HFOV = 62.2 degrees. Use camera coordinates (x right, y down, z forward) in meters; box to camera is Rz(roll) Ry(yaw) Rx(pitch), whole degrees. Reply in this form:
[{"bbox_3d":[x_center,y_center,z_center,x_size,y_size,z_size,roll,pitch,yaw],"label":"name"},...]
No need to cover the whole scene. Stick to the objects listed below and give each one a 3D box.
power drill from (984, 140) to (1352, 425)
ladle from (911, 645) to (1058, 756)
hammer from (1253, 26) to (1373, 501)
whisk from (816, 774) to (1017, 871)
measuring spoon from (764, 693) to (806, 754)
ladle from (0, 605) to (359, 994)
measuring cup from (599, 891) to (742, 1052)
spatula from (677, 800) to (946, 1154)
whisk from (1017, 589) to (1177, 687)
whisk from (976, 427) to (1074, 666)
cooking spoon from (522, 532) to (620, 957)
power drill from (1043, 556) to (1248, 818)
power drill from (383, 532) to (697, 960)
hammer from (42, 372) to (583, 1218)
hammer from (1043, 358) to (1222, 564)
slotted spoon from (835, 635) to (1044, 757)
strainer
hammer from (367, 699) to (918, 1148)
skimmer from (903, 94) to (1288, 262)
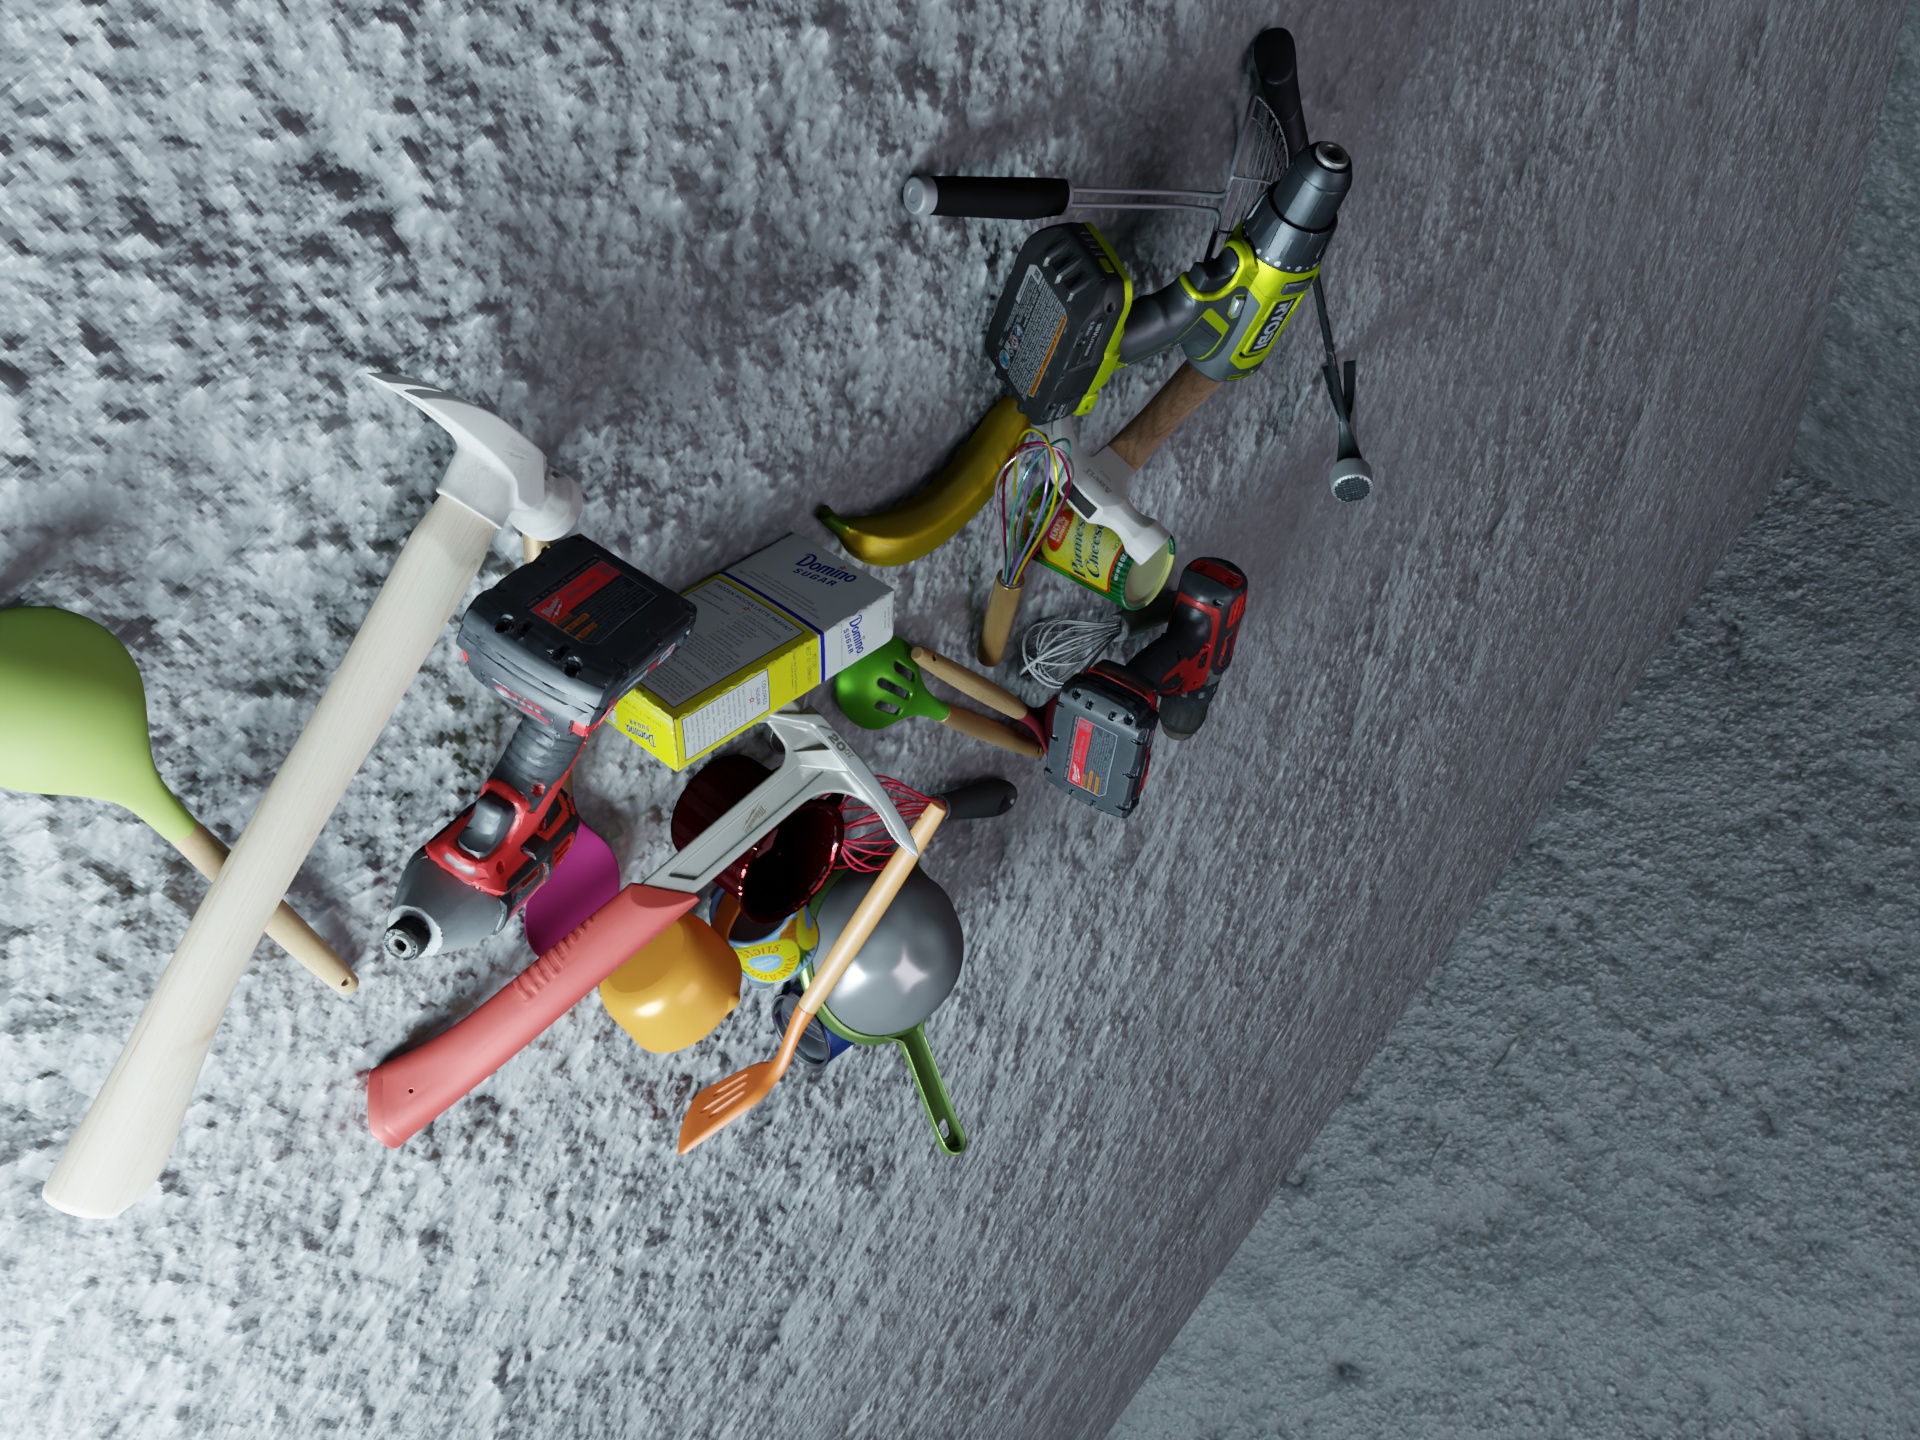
[{"bbox_3d":[0.145,-0.289,1.054,0.228,0.080,0.190,-20,159,-26],"label":"power drill"},{"bbox_3d":[0.038,-0.013,1.265,0.315,0.031,0.069,27,59,-61],"label":"ladle"},{"bbox_3d":[0.287,-0.367,1.285,0.408,0.036,0.149,62,26,-48],"label":"hammer"},{"bbox_3d":[-0.028,0.071,1.241,0.295,0.073,0.073,-6,122,-61],"label":"whisk"},{"bbox_3d":[-0.110,-0.037,1.069,0.034,0.018,0.124,-4,113,-55],"label":"measuring spoon"},{"bbox_3d":[-0.368,0.058,0.762,0.078,0.062,0.319,-50,155,-22],"label":"ladle"},{"bbox_3d":[-0.180,0.136,1.071,0.052,0.095,0.174,54,48,-40],"label":"measuring cup"},{"bbox_3d":[-0.107,0.186,1.157,0.322,0.041,0.081,-57,-170,14],"label":"spatula"},{"bbox_3d":[0.128,-0.076,1.350,0.246,0.058,0.059,-23,169,-49],"label":"whisk"},{"bbox_3d":[0.039,-0.119,1.143,0.051,0.047,0.244,-50,166,-33],"label":"whisk"},{"bbox_3d":[-0.236,0.023,0.931,0.069,0.017,0.318,-26,137,-36],"label":"cooking spoon"},{"bbox_3d":[0.163,-0.015,1.347,0.227,0.080,0.187,-44,153,-40],"label":"power drill"},{"bbox_3d":[-0.227,0.025,0.819,0.219,0.078,0.143,-59,179,31],"label":"power drill"},{"bbox_3d":[-0.315,0.038,0.741,0.411,0.038,0.146,-63,161,-6],"label":"hammer"},{"bbox_3d":[0.171,-0.254,1.208,0.331,0.130,0.031,-48,-178,-36],"label":"hammer"},{"bbox_3d":[-0.002,-0.004,1.238,0.313,0.031,0.070,23,91,-61],"label":"slotted spoon"},{"bbox_3d":[-0.030,0.224,1.229,0.151,0.069,0.256,-28,102,-40],"label":"strainer"},{"bbox_3d":[-0.202,0.135,0.964,0.359,0.149,0.037,-40,-178,-8],"label":"hammer"},{"bbox_3d":[0.094,-0.358,1.064,0.363,0.090,0.127,-14,130,-37],"label":"skimmer"}]
